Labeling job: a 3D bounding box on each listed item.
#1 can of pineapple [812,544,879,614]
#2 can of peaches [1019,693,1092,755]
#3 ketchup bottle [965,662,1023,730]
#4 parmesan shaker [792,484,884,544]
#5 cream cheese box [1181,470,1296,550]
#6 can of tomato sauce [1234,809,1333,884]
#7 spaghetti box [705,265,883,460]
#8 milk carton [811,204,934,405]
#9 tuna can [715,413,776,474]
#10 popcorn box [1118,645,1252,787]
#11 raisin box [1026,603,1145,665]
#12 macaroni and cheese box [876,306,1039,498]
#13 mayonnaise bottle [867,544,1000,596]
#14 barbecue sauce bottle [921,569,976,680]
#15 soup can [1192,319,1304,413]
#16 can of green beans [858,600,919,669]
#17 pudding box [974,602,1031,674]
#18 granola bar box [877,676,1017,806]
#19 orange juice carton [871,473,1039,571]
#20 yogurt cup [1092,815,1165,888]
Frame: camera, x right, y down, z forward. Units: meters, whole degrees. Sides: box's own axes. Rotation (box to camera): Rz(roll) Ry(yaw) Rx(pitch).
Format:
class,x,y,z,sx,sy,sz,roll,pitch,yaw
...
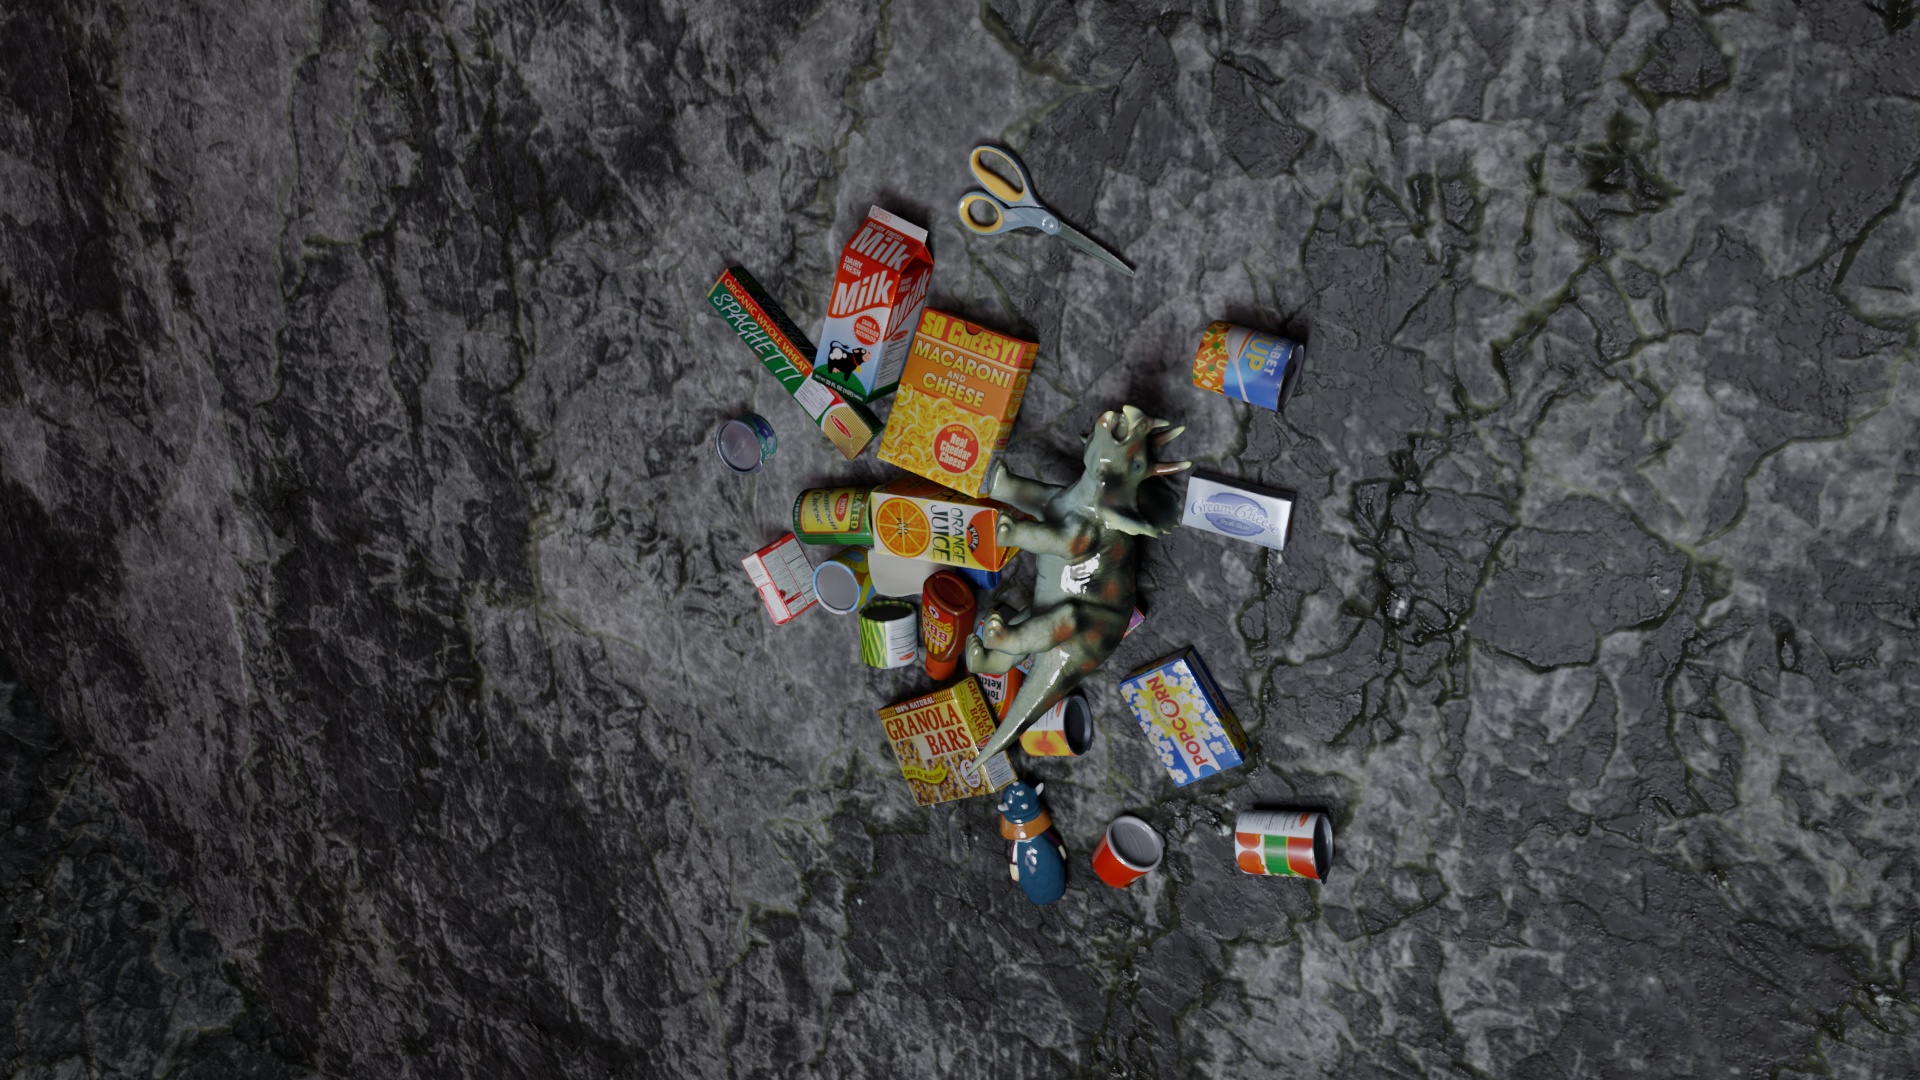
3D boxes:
class,x,y,z,sx,sy,sz,roll,pitch,yaw
can of pineapple,-0.126,0.043,1.582,0.071,0.058,0.070,11,114,26
can of peaches,0.104,0.203,1.509,0.058,0.071,0.071,-6,105,31
ketchup bottle,0.035,0.184,1.554,0.065,0.044,0.148,17,117,28
parmesan shaker,-0.128,-0.025,1.550,0.103,0.071,0.071,-1,108,30
cream cheese box,0.270,-0.030,1.348,0.104,0.024,0.053,16,114,24
can of tomato sauce,0.331,0.312,1.419,0.083,0.071,0.071,-4,107,32
spaghetti box,-0.184,-0.198,1.540,0.250,0.029,0.050,49,124,5
milk carton,-0.087,-0.245,1.439,0.072,0.074,0.189,29,120,18
tuna can,-0.246,-0.110,1.607,0.071,0.033,0.070,11,114,26
popcorn box,0.233,0.183,1.443,0.085,0.038,0.126,-29,92,33
raisin box,0.119,0.087,1.441,0.123,0.040,0.086,-41,85,7
macaroni and cheese box,-0.003,-0.142,1.426,0.124,0.040,0.166,23,103,22
mayonnaise bottle,-0.029,0.033,1.534,0.148,0.041,0.064,2,117,28
barbecue sauce bottle,-0.016,0.098,1.521,0.065,0.044,0.147,45,150,26
soup can,0.264,-0.163,1.273,0.084,0.072,0.071,21,118,22
can of green beans,-0.082,0.106,1.576,0.071,0.071,0.057,8,112,27
pudding box,0.062,0.108,1.505,0.084,0.050,0.030,33,123,15
granola bar box,-0.017,0.229,1.565,0.165,0.039,0.124,-25,87,54
orange juice carton,0.005,-0.018,1.475,0.193,0.072,0.072,8,113,27
yogurt cup,0.180,0.344,1.521,0.072,0.073,0.053,39,131,11
